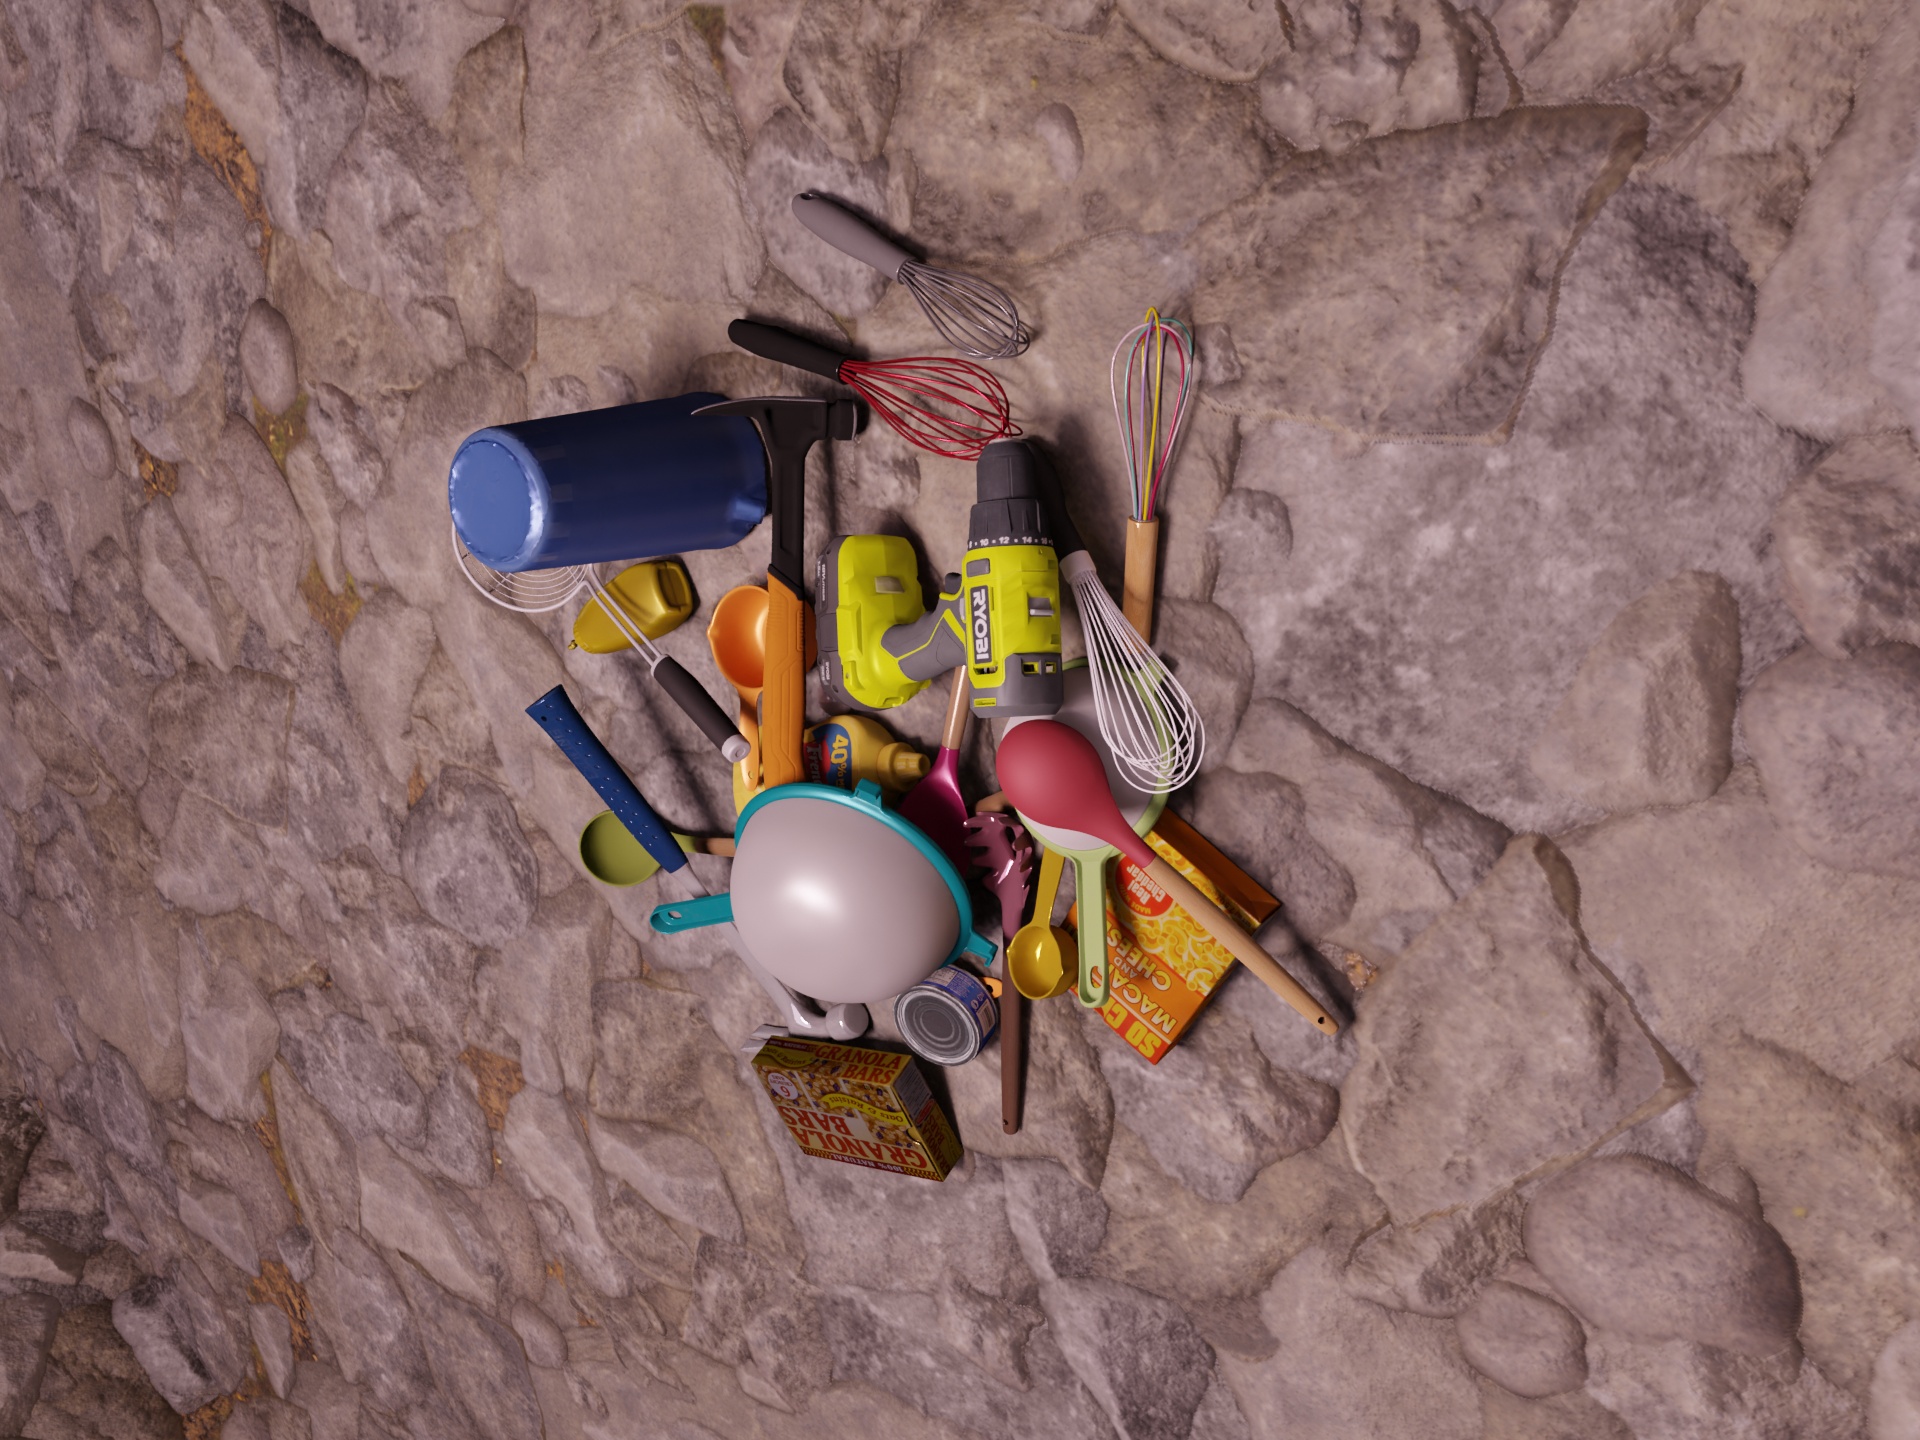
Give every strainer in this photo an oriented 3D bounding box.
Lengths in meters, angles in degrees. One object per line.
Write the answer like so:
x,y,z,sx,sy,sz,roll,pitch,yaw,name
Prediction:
0.078,0.079,1.149,0.151,0.069,0.256,-8,81,39,strainer
-0.152,0.168,1.289,0.340,0.095,0.210,-14,122,37,strainer

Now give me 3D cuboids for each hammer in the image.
-0.249,0.141,1.421,0.144,0.035,0.405,-26,106,40,hammer
-0.146,-0.085,1.256,0.127,0.034,0.337,-1,101,-9,hammer

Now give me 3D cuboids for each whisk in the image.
0.128,-0.162,1.100,0.047,0.051,0.244,33,130,48,whisk
-0.042,-0.326,1.158,0.239,0.055,0.055,39,125,25,whisk
-0.072,-0.259,1.198,0.296,0.073,0.073,27,121,33,whisk
0.095,-0.080,1.110,0.070,0.070,0.285,-39,65,39,whisk

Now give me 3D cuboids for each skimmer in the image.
-0.306,-0.080,1.339,0.364,0.090,0.127,44,118,32,skimmer

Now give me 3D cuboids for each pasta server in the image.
0.036,0.210,1.287,0.060,0.040,0.316,22,123,39,pasta server

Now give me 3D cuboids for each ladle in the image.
-0.226,0.119,1.436,0.320,0.062,0.078,-1,109,39,ladle
0.149,0.115,1.108,0.315,0.031,0.069,42,97,-7,ladle

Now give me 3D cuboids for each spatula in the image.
-0.001,0.079,1.290,0.317,0.044,0.082,-24,91,35,spatula

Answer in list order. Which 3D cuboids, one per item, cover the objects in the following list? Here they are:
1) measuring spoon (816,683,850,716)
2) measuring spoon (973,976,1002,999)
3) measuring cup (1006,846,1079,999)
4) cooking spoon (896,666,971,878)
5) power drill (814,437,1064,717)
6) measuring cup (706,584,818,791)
-0.079,-0.038,1.307,0.124,0.018,0.034,-34,85,38,measuring spoon
-0.010,0.232,1.356,0.117,0.011,0.021,-13,98,39,measuring spoon
0.075,0.135,1.213,0.062,0.029,0.156,13,93,48,measuring cup
-0.002,-0.004,1.237,0.069,0.017,0.318,16,108,15,cooking spoon
-0.013,-0.094,1.157,0.228,0.080,0.190,-4,88,53,power drill
-0.161,-0.029,1.335,0.095,0.052,0.173,9,102,33,measuring cup
